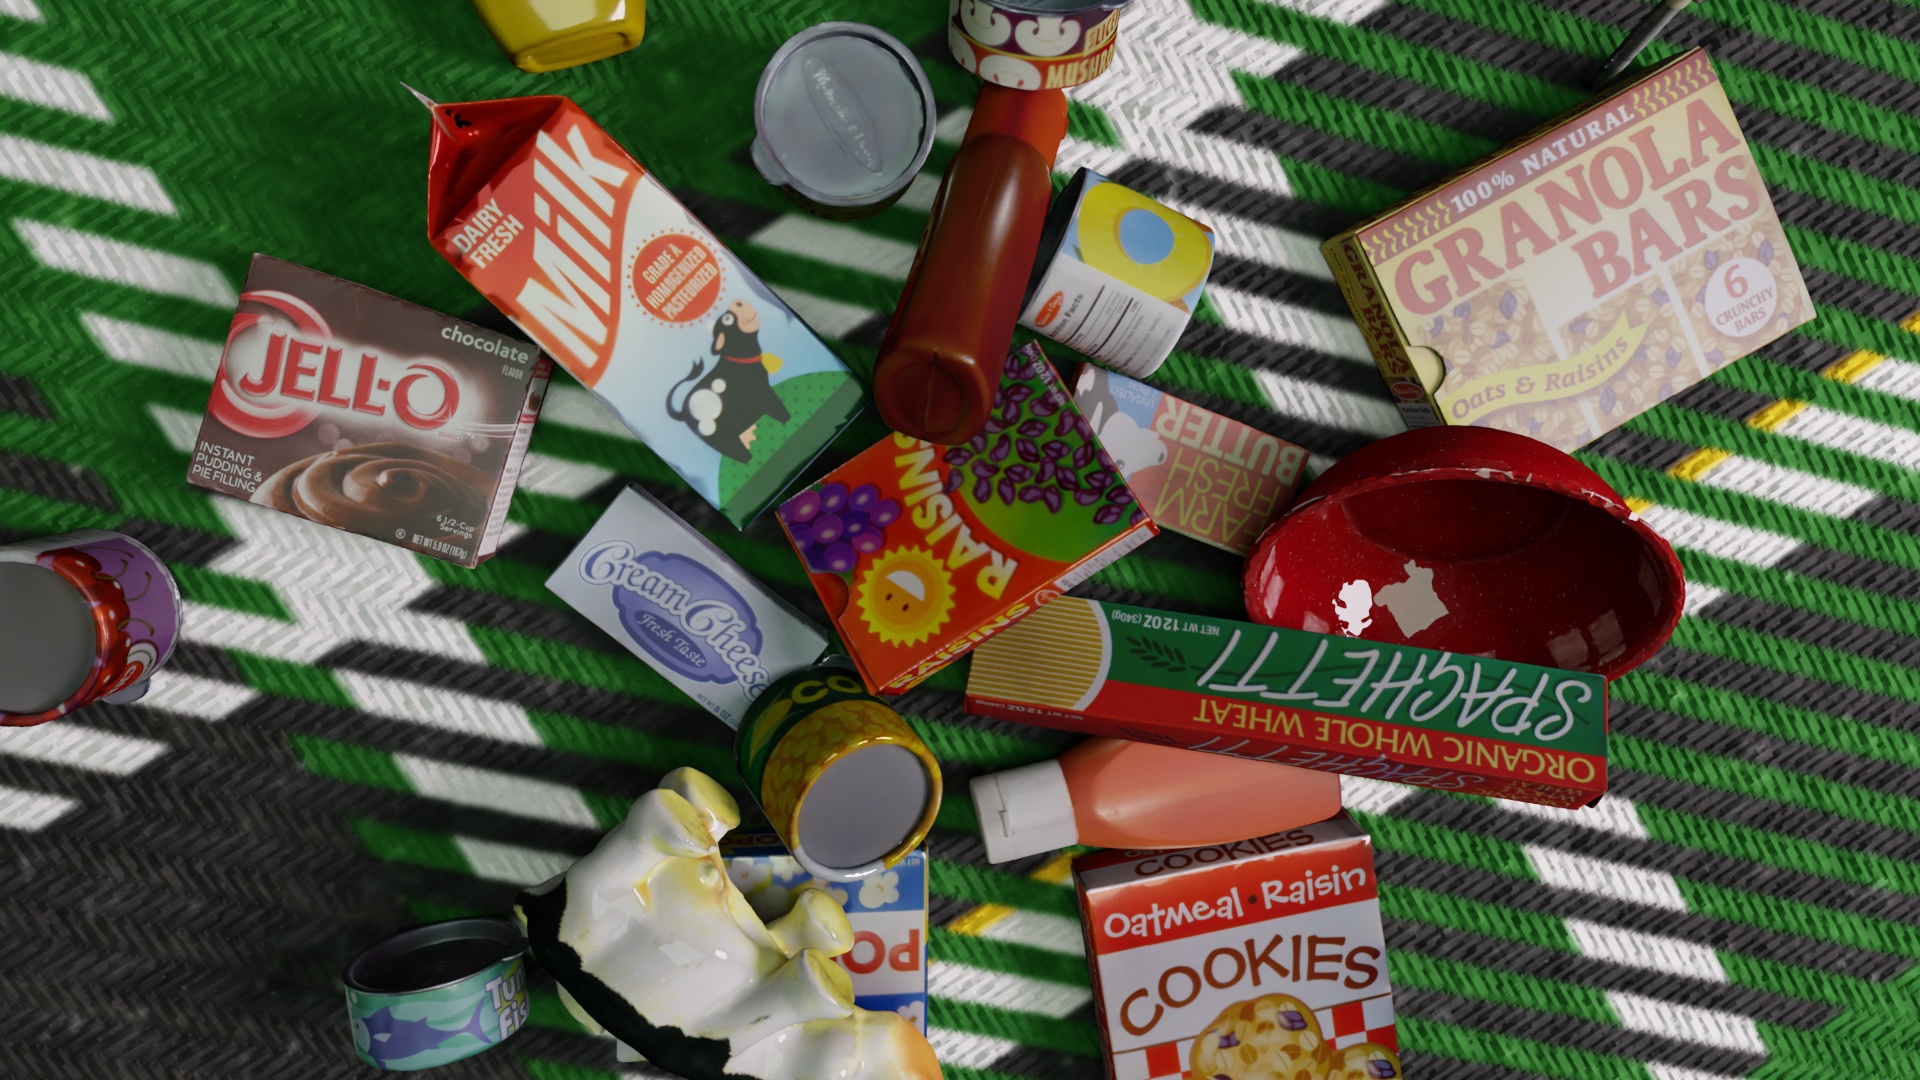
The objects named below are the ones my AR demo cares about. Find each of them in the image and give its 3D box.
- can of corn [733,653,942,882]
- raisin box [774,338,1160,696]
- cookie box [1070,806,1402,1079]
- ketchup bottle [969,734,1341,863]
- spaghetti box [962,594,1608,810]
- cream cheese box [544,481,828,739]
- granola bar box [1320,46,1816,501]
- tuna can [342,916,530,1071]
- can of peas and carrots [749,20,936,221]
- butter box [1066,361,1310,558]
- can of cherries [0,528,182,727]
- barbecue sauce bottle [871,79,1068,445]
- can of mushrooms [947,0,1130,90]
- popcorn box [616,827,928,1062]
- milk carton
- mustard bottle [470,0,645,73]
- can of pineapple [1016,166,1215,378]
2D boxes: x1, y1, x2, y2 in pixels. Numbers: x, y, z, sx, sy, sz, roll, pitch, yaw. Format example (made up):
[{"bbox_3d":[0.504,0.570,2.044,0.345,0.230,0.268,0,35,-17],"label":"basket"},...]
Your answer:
[{"bbox_3d":[-0.047,0.088,0.544,0.071,0.058,0.070,-13,118,-25],"label":"can of corn"},{"bbox_3d":[0.002,-0.007,0.538,0.123,0.040,0.086,-32,76,8],"label":"raisin box"},{"bbox_3d":[0.121,0.209,0.599,0.123,0.040,0.167,-10,98,-5],"label":"cookie box"},{"bbox_3d":[0.080,0.100,0.579,0.149,0.043,0.064,-12,89,-5],"label":"ketchup bottle"},{"bbox_3d":[0.127,0.062,0.553,0.250,0.028,0.050,8,66,6],"label":"spaghetti box"},{"bbox_3d":[-0.109,0.028,0.561,0.104,0.024,0.053,39,90,-9],"label":"cream cheese box"},{"bbox_3d":[0.254,-0.109,0.579,0.166,0.039,0.124,-29,98,-3],"label":"granola bar box"},{"bbox_3d":[-0.202,0.176,0.545,0.071,0.071,0.032,-7,99,-6],"label":"tuna can"},{"bbox_3d":[-0.046,-0.156,0.530,0.071,0.059,0.071,-1,97,-6],"label":"can of peas and carrots"},{"bbox_3d":[0.087,-0.032,0.576,0.103,0.024,0.053,20,94,-8],"label":"butter box"},{"bbox_3d":[-0.336,0.033,0.518,0.071,0.058,0.071,-1,96,-6],"label":"can of cherries"},{"bbox_3d":[0.008,-0.111,0.517,0.044,0.064,0.149,15,63,2],"label":"barbecue sauce bottle"},{"bbox_3d":[0.030,-0.201,0.528,0.071,0.071,0.033,-1,138,-6],"label":"can of mushrooms"},{"bbox_3d":[-0.077,0.164,0.571,0.127,0.038,0.085,0,96,-6],"label":"popcorn box"},{"bbox_3d":[-0.126,-0.096,0.521,0.190,0.072,0.073,44,91,-9],"label":"milk carton"},{"bbox_3d":[-0.166,-0.258,0.511,0.065,0.049,0.160,-18,98,-6],"label":"mustard bottle"},{"bbox_3d":[0.060,-0.106,0.545,0.058,0.071,0.071,23,93,-9],"label":"can of pineapple"}]
